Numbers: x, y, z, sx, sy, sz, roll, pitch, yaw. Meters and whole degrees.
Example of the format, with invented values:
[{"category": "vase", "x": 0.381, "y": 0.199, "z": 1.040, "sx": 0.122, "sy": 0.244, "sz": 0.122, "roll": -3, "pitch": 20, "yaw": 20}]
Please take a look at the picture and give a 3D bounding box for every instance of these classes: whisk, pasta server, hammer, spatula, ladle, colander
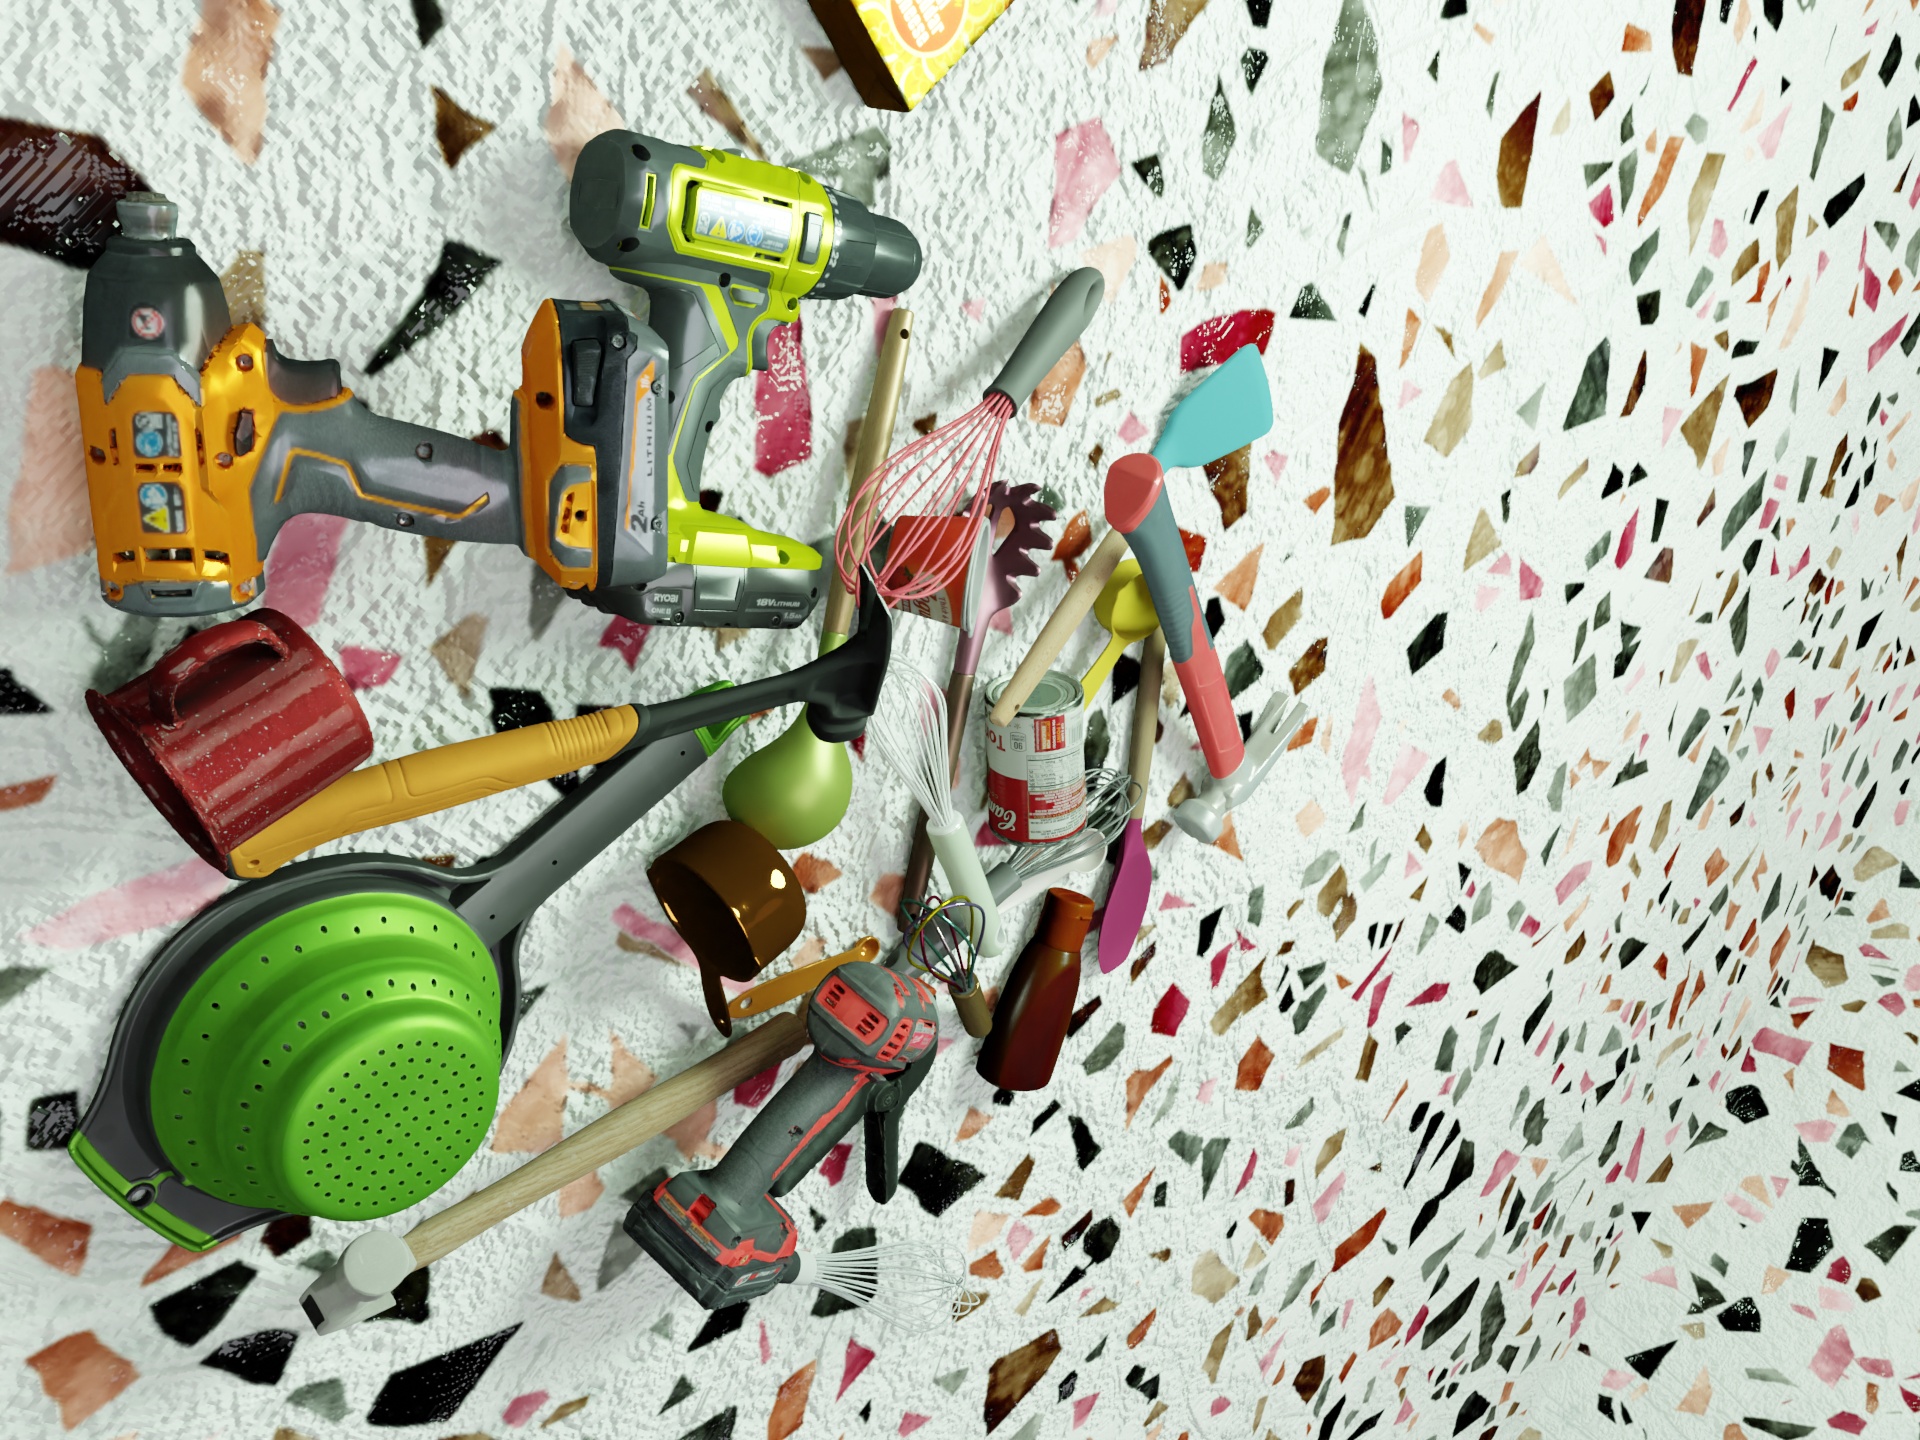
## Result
[{"category": "whisk", "x": -0.014, "y": 0.059, "z": 1.011, "sx": 0.058, "sy": 0.059, "sz": 0.246, "roll": -65, "pitch": 143, "yaw": -49}, {"category": "whisk", "x": 0.036, "y": 0.110, "z": 1.107, "sx": 0.239, "sy": 0.055, "sz": 0.055, "roll": -38, "pitch": 132, "yaw": -20}, {"category": "pasta server", "x": -0.002, "y": -0.003, "z": 1.021, "sx": 0.060, "sy": 0.040, "sz": 0.316, "roll": 7, "pitch": 108, "yaw": -18}, {"category": "hammer", "x": -0.216, "y": 0.247, "z": 0.905, "sx": 0.331, "sy": 0.031, "sz": 0.130, "roll": -23, "pitch": 167, "yaw": -45}, {"category": "spatula", "x": 0.113, "y": -0.118, "z": 1.053, "sx": 0.317, "sy": 0.044, "sz": 0.082, "roll": -56, "pitch": 145, "yaw": -22}, {"category": "ladle", "x": -0.073, "y": -0.079, "z": 0.921, "sx": 0.078, "sy": 0.062, "sz": 0.320, "roll": 9, "pitch": 96, "yaw": -33}, {"category": "hammer", "x": 0.172, "y": -0.060, "z": 1.118, "sx": 0.143, "sy": 0.038, "sz": 0.385, "roll": -50, "pitch": 145, "yaw": -16}, {"category": "whisk", "x": -0.089, "y": 0.386, "z": 1.112, "sx": 0.284, "sy": 0.070, "sz": 0.070, "roll": 26, "pitch": 90, "yaw": -42}, {"category": "whisk", "x": 0.013, "y": -0.169, "z": 0.912, "sx": 0.296, "sy": 0.073, "sz": 0.073, "roll": -57, "pitch": 139, "yaw": -30}, {"category": "colander", "x": -0.239, "y": 0.123, "z": 0.808, "sx": 0.397, "sy": 0.095, "sz": 0.204, "roll": -43, "pitch": 134, "yaw": -21}, {"category": "hammer", "x": -0.191, "y": 0.009, "z": 0.782, "sx": 0.337, "sy": 0.034, "sz": 0.127, "roll": -17, "pitch": 153, "yaw": -23}, {"category": "whisk", "x": -0.005, "y": 0.169, "z": 1.052, "sx": 0.244, "sy": 0.051, "sz": 0.047, "roll": 75, "pitch": 31, "yaw": -62}]

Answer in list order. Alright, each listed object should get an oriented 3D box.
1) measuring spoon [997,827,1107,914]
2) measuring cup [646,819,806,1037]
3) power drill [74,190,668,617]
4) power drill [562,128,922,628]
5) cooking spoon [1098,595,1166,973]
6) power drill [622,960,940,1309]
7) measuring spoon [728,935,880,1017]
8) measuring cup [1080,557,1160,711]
[{"category": "measuring spoon", "x": 0.054, "y": 0.112, "z": 1.151, "sx": 0.124, "sy": 0.018, "sz": 0.034, "roll": -26, "pitch": 114, "yaw": -25}, {"category": "measuring cup", "x": -0.131, "y": 0.128, "z": 0.941, "sx": 0.052, "sy": 0.095, "sz": 0.173, "roll": -39, "pitch": 151, "yaw": -31}, {"category": "power drill", "x": -0.240, "y": -0.129, "z": 0.660, "sx": 0.226, "sy": 0.084, "sz": 0.164, "roll": -3, "pitch": 112, "yaw": -19}, {"category": "power drill", "x": -0.111, "y": -0.167, "z": 0.808, "sx": 0.190, "sy": 0.080, "sz": 0.228, "roll": -1, "pitch": 107, "yaw": -43}, {"category": "cooking spoon", "x": 0.132, "y": 0.047, "z": 1.189, "sx": 0.069, "sy": 0.017, "sz": 0.318, "roll": -22, "pitch": 125, "yaw": -48}, {"category": "power drill", "x": -0.095, "y": 0.247, "z": 0.983, "sx": 0.219, "sy": 0.079, "sz": 0.143, "roll": -52, "pitch": 161, "yaw": -2}, {"category": "measuring spoon", "x": -0.102, "y": 0.165, "z": 1.028, "sx": 0.117, "sy": 0.011, "sz": 0.021, "roll": -20, "pitch": 122, "yaw": -32}, {"category": "measuring cup", "x": 0.091, "y": -0.044, "z": 1.107, "sx": 0.062, "sy": 0.029, "sz": 0.156, "roll": 22, "pitch": 105, "yaw": -47}]
